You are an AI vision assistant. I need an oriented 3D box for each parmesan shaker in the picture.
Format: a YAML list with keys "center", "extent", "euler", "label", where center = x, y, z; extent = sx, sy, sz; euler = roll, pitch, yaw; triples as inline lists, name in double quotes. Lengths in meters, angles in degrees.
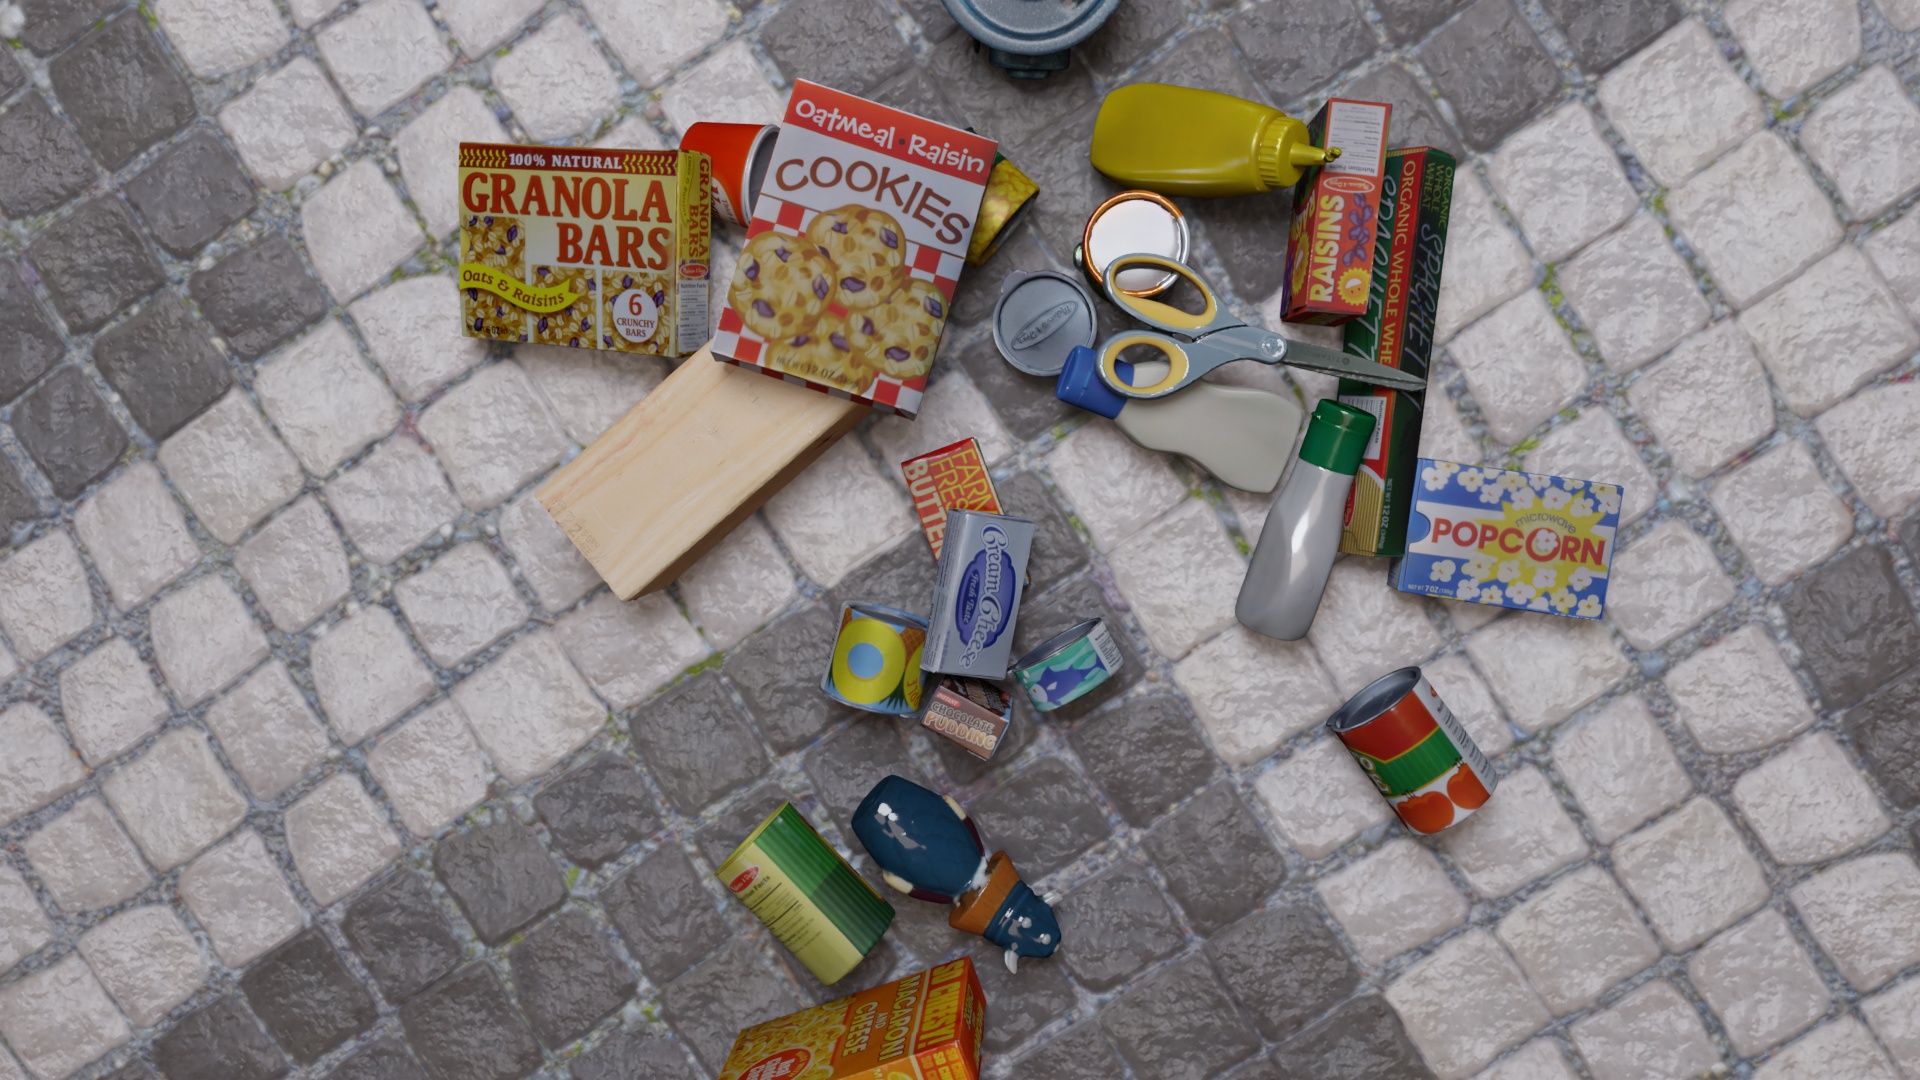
- center: [-0.101, 0.230, 0.904]
  extent: [0.071, 0.071, 0.103]
  euler: [-45, 90, 6]
  label: "parmesan shaker"

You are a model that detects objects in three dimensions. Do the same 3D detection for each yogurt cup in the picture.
- center: [-0.145, -0.233, 0.879]
  extent: [0.054, 0.072, 0.072]
  euler: [14, 95, 12]
  label: "yogurt cup"

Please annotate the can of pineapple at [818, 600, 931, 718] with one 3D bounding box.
- center: [-0.050, 0.075, 0.888]
  extent: [0.071, 0.071, 0.058]
  euler: [15, 95, 3]
  label: "can of pineapple"

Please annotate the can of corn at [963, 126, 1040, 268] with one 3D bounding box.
- center: [0.007, -0.212, 0.865]
  extent: [0.058, 0.071, 0.071]
  euler: [41, 96, 0]
  label: "can of corn"

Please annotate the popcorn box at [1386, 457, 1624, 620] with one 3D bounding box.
- center: [0.339, -0.002, 0.868]
  extent: [0.127, 0.038, 0.085]
  euler: [8, 95, 4]
  label: "popcorn box"

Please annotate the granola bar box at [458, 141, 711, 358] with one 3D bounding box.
- center: [-0.237, -0.183, 0.870]
  extent: [0.165, 0.039, 0.124]
  euler: [8, 103, 21]
  label: "granola bar box"

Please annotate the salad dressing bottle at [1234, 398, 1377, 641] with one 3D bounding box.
- center: [0.214, -0.013, 0.856]
  extent: [0.044, 0.064, 0.147]
  euler: [14, 106, -10]
  label: "salad dressing bottle"

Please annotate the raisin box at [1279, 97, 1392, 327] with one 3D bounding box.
- center: [0.225, -0.195, 0.841]
  extent: [0.040, 0.086, 0.123]
  euler: [6, 94, 2]
  label: "raisin box"

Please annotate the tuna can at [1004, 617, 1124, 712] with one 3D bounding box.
- center: [0.066, 0.080, 0.880]
  extent: [0.071, 0.071, 0.033]
  euler: [-30, 92, 6]
  label: "tuna can"

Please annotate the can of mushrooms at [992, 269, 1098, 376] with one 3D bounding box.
- center: [0.053, -0.139, 0.884]
  extent: [0.071, 0.033, 0.071]
  euler: [0, 94, 5]
  label: "can of mushrooms"

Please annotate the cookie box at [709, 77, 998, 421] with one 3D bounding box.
- center: [-0.060, -0.167, 0.805]
  extent: [0.123, 0.040, 0.167]
  euler: [17, 85, -4]
  label: "cookie box"

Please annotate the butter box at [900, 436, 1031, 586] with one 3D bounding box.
- center: [0.003, -0.011, 0.900]
  extent: [0.053, 0.024, 0.103]
  euler: [-21, 92, 5]
  label: "butter box"

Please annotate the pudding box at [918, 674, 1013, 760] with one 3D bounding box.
- center: [0.005, 0.108, 0.877]
  extent: [0.050, 0.084, 0.030]
  euler: [28, 96, 2]
  label: "pudding box"

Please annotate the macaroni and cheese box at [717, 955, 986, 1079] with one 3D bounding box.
- center: [-0.069, 0.329, 0.877]
  extent: [0.166, 0.124, 0.040]
  euler: [-19, 95, 5]
  label: "macaroni and cheese box"

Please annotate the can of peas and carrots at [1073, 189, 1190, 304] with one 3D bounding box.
- center: [0.106, -0.181, 0.865]
  extent: [0.071, 0.059, 0.071]
  euler: [0, 93, 4]
  label: "can of peas and carrots"

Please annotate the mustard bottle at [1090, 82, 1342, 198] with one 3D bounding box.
- center: [0.154, -0.234, 0.826]
  extent: [0.160, 0.049, 0.065]
  euler: [20, 98, 37]
  label: "mustard bottle"

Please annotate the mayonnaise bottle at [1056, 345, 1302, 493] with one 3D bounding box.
- center: [0.134, -0.080, 0.862]
  extent: [0.148, 0.041, 0.064]
  euler: [19, 99, -10]
  label: "mayonnaise bottle"

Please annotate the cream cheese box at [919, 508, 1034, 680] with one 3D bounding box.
- center: [0.010, 0.033, 0.864]
  extent: [0.053, 0.024, 0.103]
  euler: [9, 94, -34]
  label: "cream cheese box"

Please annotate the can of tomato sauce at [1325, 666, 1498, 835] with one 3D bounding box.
- center: [0.281, 0.132, 0.867]
  extent: [0.071, 0.071, 0.083]
  euler: [-37, 91, 6]
  label: "can of tomato sauce"

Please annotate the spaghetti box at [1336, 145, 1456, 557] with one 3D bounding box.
- center: [0.263, -0.115, 0.858]
  extent: [0.029, 0.050, 0.249]
  euler: [4, 94, -30]
  label: "spaghetti box"
